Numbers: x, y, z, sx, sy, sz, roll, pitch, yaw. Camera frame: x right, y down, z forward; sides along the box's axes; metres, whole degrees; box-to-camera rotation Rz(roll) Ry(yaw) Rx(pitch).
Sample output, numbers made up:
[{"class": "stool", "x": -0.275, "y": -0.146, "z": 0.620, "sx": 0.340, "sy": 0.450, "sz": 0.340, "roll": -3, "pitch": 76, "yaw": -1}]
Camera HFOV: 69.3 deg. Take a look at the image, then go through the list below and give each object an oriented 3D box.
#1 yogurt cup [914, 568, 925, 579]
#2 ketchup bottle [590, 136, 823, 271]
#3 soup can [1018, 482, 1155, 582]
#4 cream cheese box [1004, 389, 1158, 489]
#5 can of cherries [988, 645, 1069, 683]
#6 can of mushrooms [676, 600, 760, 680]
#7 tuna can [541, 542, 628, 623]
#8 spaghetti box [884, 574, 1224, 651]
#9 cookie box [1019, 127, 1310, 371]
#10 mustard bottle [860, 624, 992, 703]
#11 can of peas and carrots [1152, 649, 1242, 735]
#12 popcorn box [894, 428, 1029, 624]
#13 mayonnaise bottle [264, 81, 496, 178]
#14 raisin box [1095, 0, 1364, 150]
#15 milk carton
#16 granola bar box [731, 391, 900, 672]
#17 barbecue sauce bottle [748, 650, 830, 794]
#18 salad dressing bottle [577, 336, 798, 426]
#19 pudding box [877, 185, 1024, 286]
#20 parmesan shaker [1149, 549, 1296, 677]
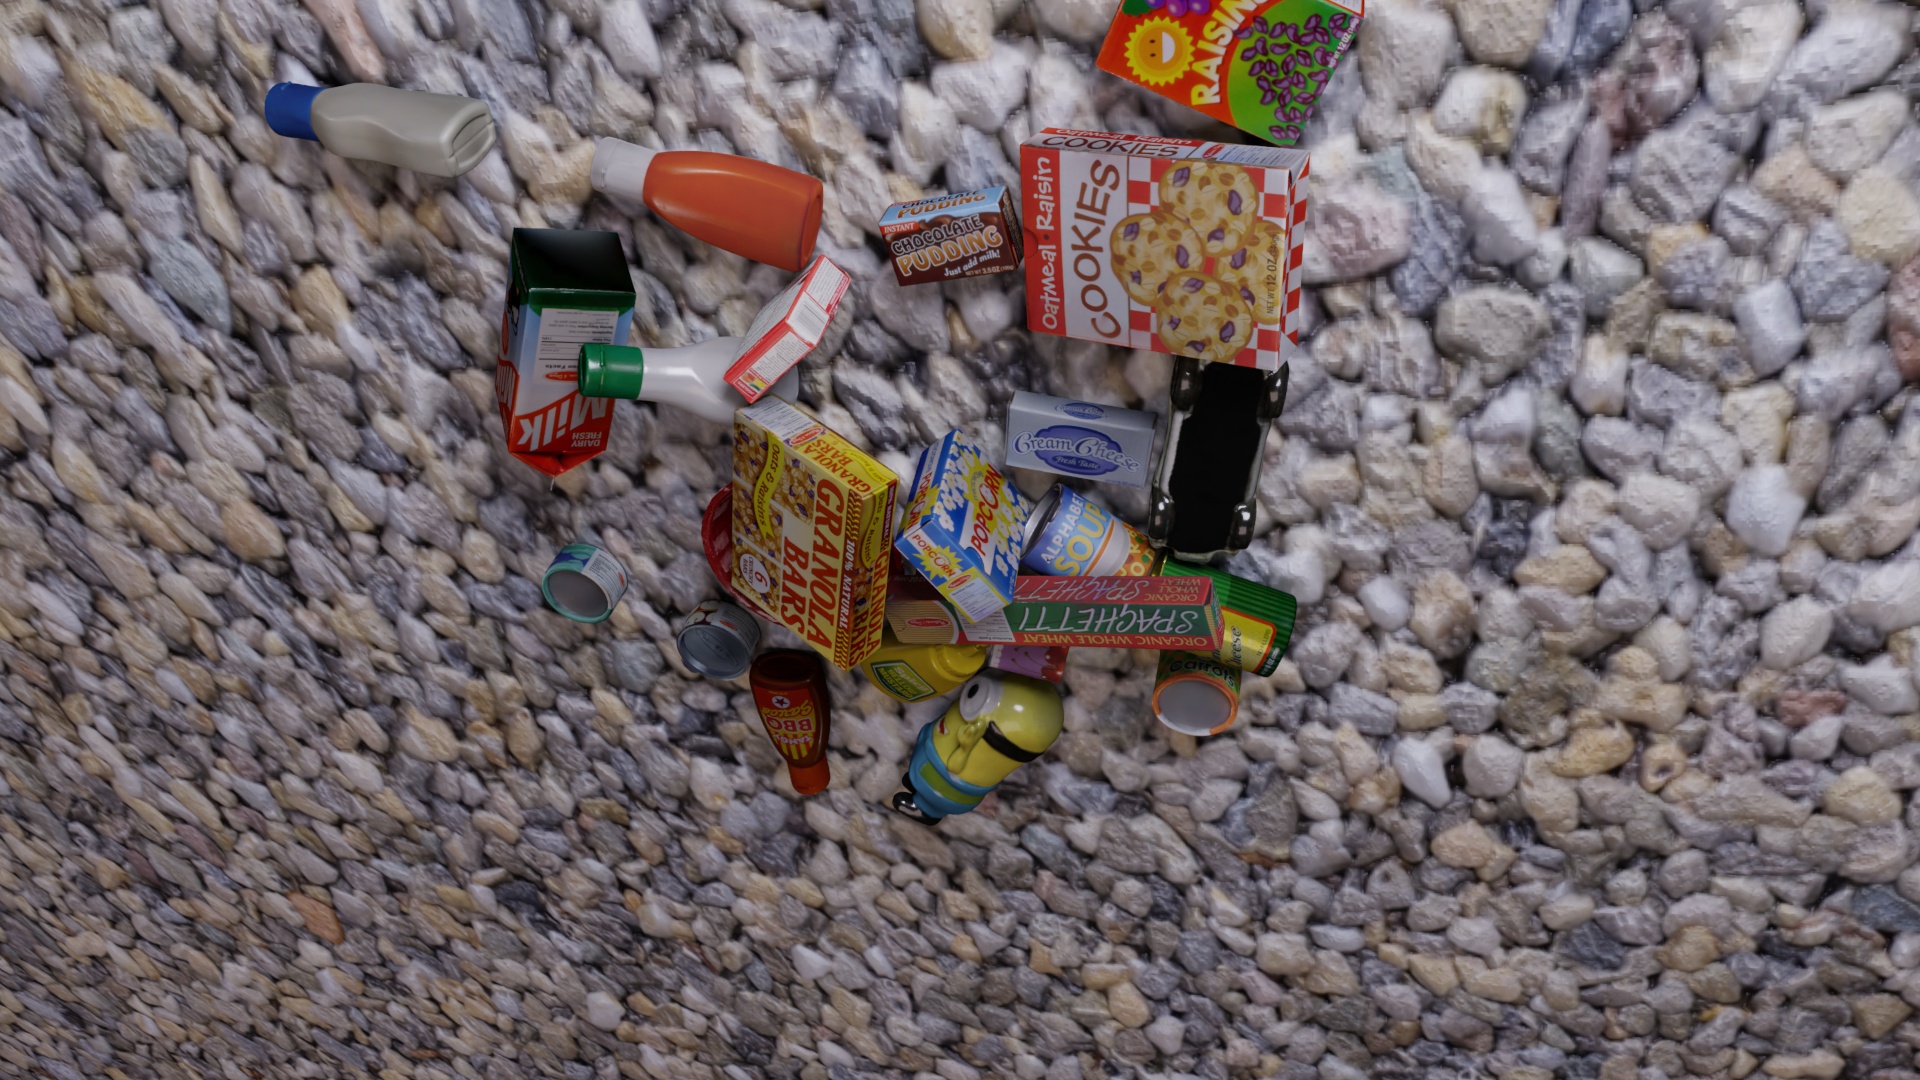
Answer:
[{"class": "yogurt cup", "x": -0.002, "y": 0.019, "z": 1.061, "sx": 0.072, "sy": 0.054, "sz": 0.072, "roll": 9, "pitch": 132, "yaw": 10}, {"class": "ketchup bottle", "x": -0.167, "y": -0.227, "z": 0.913, "sx": 0.149, "sy": 0.044, "sz": 0.064, "roll": 18, "pitch": 131, "yaw": 3}, {"class": "soup can", "x": 0.091, "y": 0.006, "z": 1.011, "sx": 0.084, "sy": 0.072, "sz": 0.071, "roll": 30, "pitch": 131, "yaw": -9}, {"class": "cream cheese box", "x": 0.084, "y": -0.071, "z": 0.978, "sx": 0.104, "sy": 0.024, "sz": 0.053, "roll": 11, "pitch": 131, "yaw": 9}, {"class": "can of cherries", "x": 0.057, "y": 0.075, "z": 1.082, "sx": 0.058, "sy": 0.072, "sz": 0.071, "roll": 14, "pitch": 132, "yaw": 4}, {"class": "can of mushrooms", "x": -0.209, "y": 0.087, "z": 1.196, "sx": 0.071, "sy": 0.034, "sz": 0.070, "roll": 8, "pitch": 131, "yaw": 10}, {"class": "tuna can", "x": -0.325, "y": 0.038, "z": 1.192, "sx": 0.071, "sy": 0.033, "sz": 0.070, "roll": 8, "pitch": 130, "yaw": 10}, {"class": "spaghetti box", "x": 0.064, "y": 0.051, "z": 0.998, "sx": 0.250, "sy": 0.029, "sz": 0.050, "roll": 0, "pitch": 134, "yaw": 24}, {"class": "cookie box", "x": 0.118, "y": -0.176, "z": 0.833, "sx": 0.167, "sy": 0.040, "sz": 0.122, "roll": 14, "pitch": 126, "yaw": 27}, {"class": "mustard bottle", "x": -0.022, "y": 0.091, "z": 1.097, "sx": 0.065, "sy": 0.049, "sz": 0.160, "roll": 43, "pitch": 151, "yaw": -14}, {"class": "can of peas and carrots", "x": 0.184, "y": 0.107, "z": 1.073, "sx": 0.071, "sy": 0.059, "sz": 0.070, "roll": 8, "pitch": 131, "yaw": 10}, {"class": "popcorn box", "x": 0.004, "y": -0.012, "z": 0.983, "sx": 0.038, "sy": 0.127, "sz": 0.085, "roll": -32, "pitch": 114, "yaw": 27}, {"class": "mayonnaise bottle", "x": -0.391, "y": -0.279, "z": 0.930, "sx": 0.148, "sy": 0.065, "sz": 0.041, "roll": 12, "pitch": 135, "yaw": 13}, {"class": "raisin box", "x": 0.148, "y": -0.283, "z": 0.771, "sx": 0.123, "sy": 0.040, "sz": 0.085, "roll": 22, "pitch": 133, "yaw": -3}, {"class": "milk carton", "x": -0.290, "y": -0.126, "z": 1.000, "sx": 0.073, "sy": 0.072, "sz": 0.189, "roll": -3, "pitch": 138, "yaw": -27}, {"class": "granola bar box", "x": -0.105, "y": -0.005, "z": 0.975, "sx": 0.124, "sy": 0.039, "sz": 0.164, "roll": 34, "pitch": 137, "yaw": 26}, {"class": "barbecue sauce bottle", "x": -0.144, "y": 0.164, "z": 1.234, "sx": 0.065, "sy": 0.044, "sz": 0.147, "roll": 3, "pitch": 130, "yaw": 12}, {"class": "salad dressing bottle", "x": -0.189, "y": -0.114, "z": 0.969, "sx": 0.148, "sy": 0.064, "sz": 0.043, "roll": 2, "pitch": 159, "yaw": -26}, {"class": "pudding box", "x": -0.005, "y": -0.197, "z": 0.897, "sx": 0.083, "sy": 0.030, "sz": 0.049, "roll": -4, "pitch": 127, "yaw": 20}, {"class": "parmesan shaker", "x": 0.188, "y": 0.053, "z": 1.022, "sx": 0.103, "sy": 0.072, "sz": 0.071, "roll": 18, "pitch": 132, "yaw": 2}]
